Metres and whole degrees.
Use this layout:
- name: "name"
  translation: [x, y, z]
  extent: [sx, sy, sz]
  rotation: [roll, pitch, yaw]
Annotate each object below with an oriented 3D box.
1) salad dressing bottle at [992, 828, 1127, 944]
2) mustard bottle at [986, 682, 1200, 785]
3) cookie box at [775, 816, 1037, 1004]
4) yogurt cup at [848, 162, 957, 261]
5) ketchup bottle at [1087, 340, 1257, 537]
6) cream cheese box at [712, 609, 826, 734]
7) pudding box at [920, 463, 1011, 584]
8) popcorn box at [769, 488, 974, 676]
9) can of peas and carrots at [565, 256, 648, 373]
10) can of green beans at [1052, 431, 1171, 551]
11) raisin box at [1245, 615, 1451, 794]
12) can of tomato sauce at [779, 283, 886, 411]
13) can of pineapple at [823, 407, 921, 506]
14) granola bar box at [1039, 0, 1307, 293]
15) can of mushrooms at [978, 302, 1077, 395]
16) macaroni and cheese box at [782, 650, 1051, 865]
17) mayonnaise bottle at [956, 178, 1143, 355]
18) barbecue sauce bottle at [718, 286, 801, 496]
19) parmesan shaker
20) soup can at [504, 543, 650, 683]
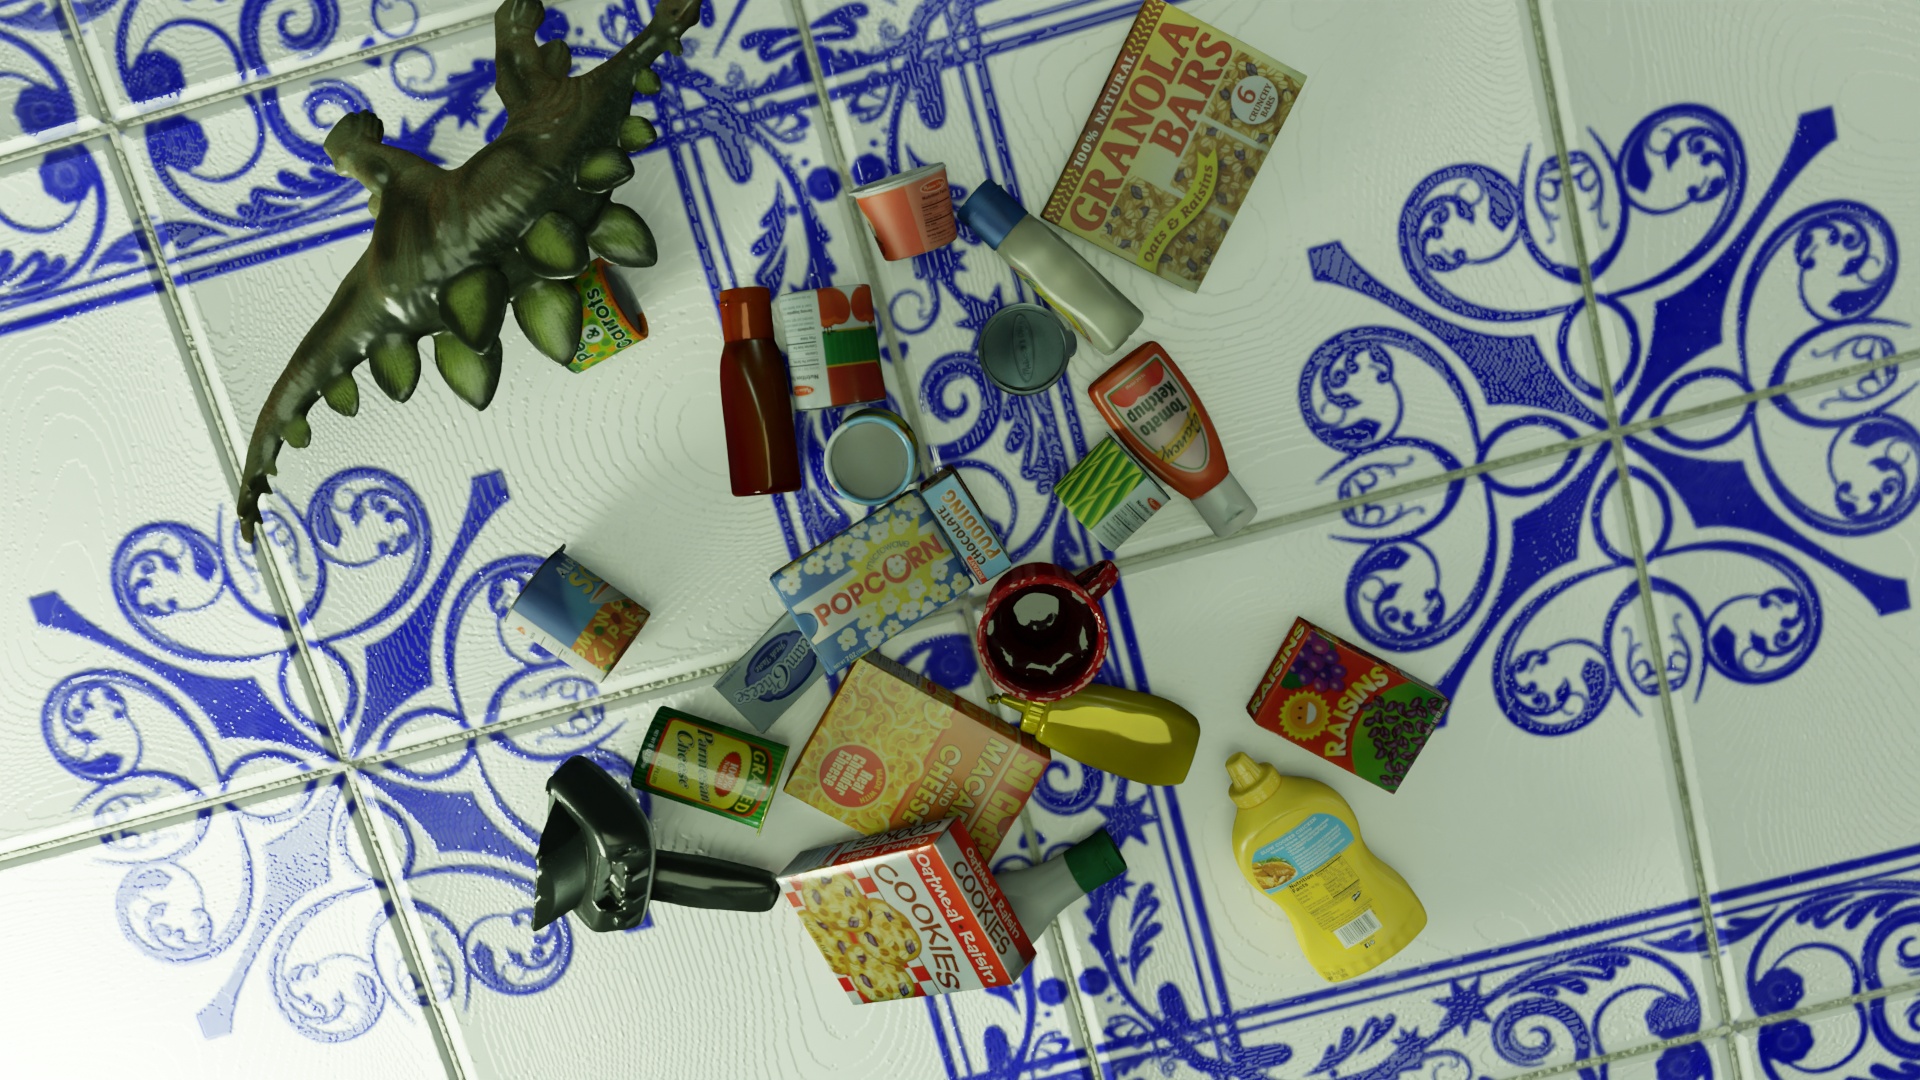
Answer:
- name: "salad dressing bottle"
  translation: [0.058, 0.276, 1.077]
  extent: [0.147, 0.044, 0.064]
  rotation: [-31, 103, 5]
- name: "mustard bottle"
  translation: [0.097, 0.137, 1.048]
  extent: [0.160, 0.049, 0.065]
  rotation: [17, 101, -2]
- name: "cookie box"
  translation: [-0.042, 0.279, 1.040]
  extent: [0.167, 0.040, 0.122]
  rotation: [-21, 102, 37]
- name: "yogurt cup"
  translation: [-0.036, -0.230, 0.976]
  extent: [0.072, 0.072, 0.053]
  rotation: [-17, 108, 4]
- name: "ketchup bottle"
  translation: [0.160, -0.070, 1.013]
  extent: [0.065, 0.043, 0.148]
  rotation: [-38, 99, 2]
- name: "cream cheese box"
  translation: [-0.133, 0.092, 1.054]
  extent: [0.103, 0.024, 0.053]
  rotation: [-44, 98, 8]
- name: "pudding box"
  translation: [0.004, -0.013, 1.021]
  extent: [0.030, 0.050, 0.083]
  rotation: [-32, 99, 4]
- name: "popcorn box"
  translation: [-0.065, 0.029, 1.021]
  extent: [0.127, 0.038, 0.085]
  rotation: [-32, 97, -8]
- name: "can of peas and carrots"
  translation: [-0.263, -0.159, 0.986]
  extent: [0.059, 0.071, 0.071]
  rotation: [-26, 99, 5]
- name: "can of green beans"
  translation: [0.109, -0.034, 1.008]
  extent: [0.058, 0.071, 0.071]
  rotation: [-43, 97, 8]
- name: "raisin box"
  translation: [0.292, 0.124, 1.050]
  extent: [0.123, 0.040, 0.086]
  rotation: [27, 100, -6]
- name: "can of tomato sauce"
  translation: [-0.090, -0.138, 0.991]
  extent: [0.071, 0.071, 0.083]
  rotation: [-7, 98, 2]
- name: "can of pineapple"
  translation: [-0.062, -0.061, 1.009]
  extent: [0.071, 0.058, 0.071]
  rotation: [0, 100, 0]
- name: "granola bar box"
  translation: [0.148, -0.276, 0.978]
  extent: [0.124, 0.039, 0.165]
  rotation: [26, 100, -5]
- name: "can of mushrooms"
  translation: [0.048, -0.139, 1.006]
  extent: [0.071, 0.033, 0.071]
  rotation: [0, 100, 1]
- name: "macaroni and cheese box"
  translation: [-0.032, 0.174, 1.060]
  extent: [0.166, 0.040, 0.123]
  rotation: [29, 100, -4]
- name: "mayonnaise bottle"
  translation: [0.063, -0.193, 0.984]
  extent: [0.148, 0.065, 0.041]
  rotation: [41, 96, -3]
- name: "barbecue sauce bottle"
  translation: [-0.148, -0.107, 1.002]
  extent: [0.044, 0.065, 0.148]
  rotation: [-8, 94, -36]
- name: "parmesan shaker"
  translation: [-0.189, 0.174, 1.047]
  extent: [0.103, 0.071, 0.071]
  rotation: [18, 100, -3]
- name: "soup can"
  translation: [-0.281, 0.054, 1.028]
  extent: [0.084, 0.071, 0.071]
  rotation: [35, 99, -6]
